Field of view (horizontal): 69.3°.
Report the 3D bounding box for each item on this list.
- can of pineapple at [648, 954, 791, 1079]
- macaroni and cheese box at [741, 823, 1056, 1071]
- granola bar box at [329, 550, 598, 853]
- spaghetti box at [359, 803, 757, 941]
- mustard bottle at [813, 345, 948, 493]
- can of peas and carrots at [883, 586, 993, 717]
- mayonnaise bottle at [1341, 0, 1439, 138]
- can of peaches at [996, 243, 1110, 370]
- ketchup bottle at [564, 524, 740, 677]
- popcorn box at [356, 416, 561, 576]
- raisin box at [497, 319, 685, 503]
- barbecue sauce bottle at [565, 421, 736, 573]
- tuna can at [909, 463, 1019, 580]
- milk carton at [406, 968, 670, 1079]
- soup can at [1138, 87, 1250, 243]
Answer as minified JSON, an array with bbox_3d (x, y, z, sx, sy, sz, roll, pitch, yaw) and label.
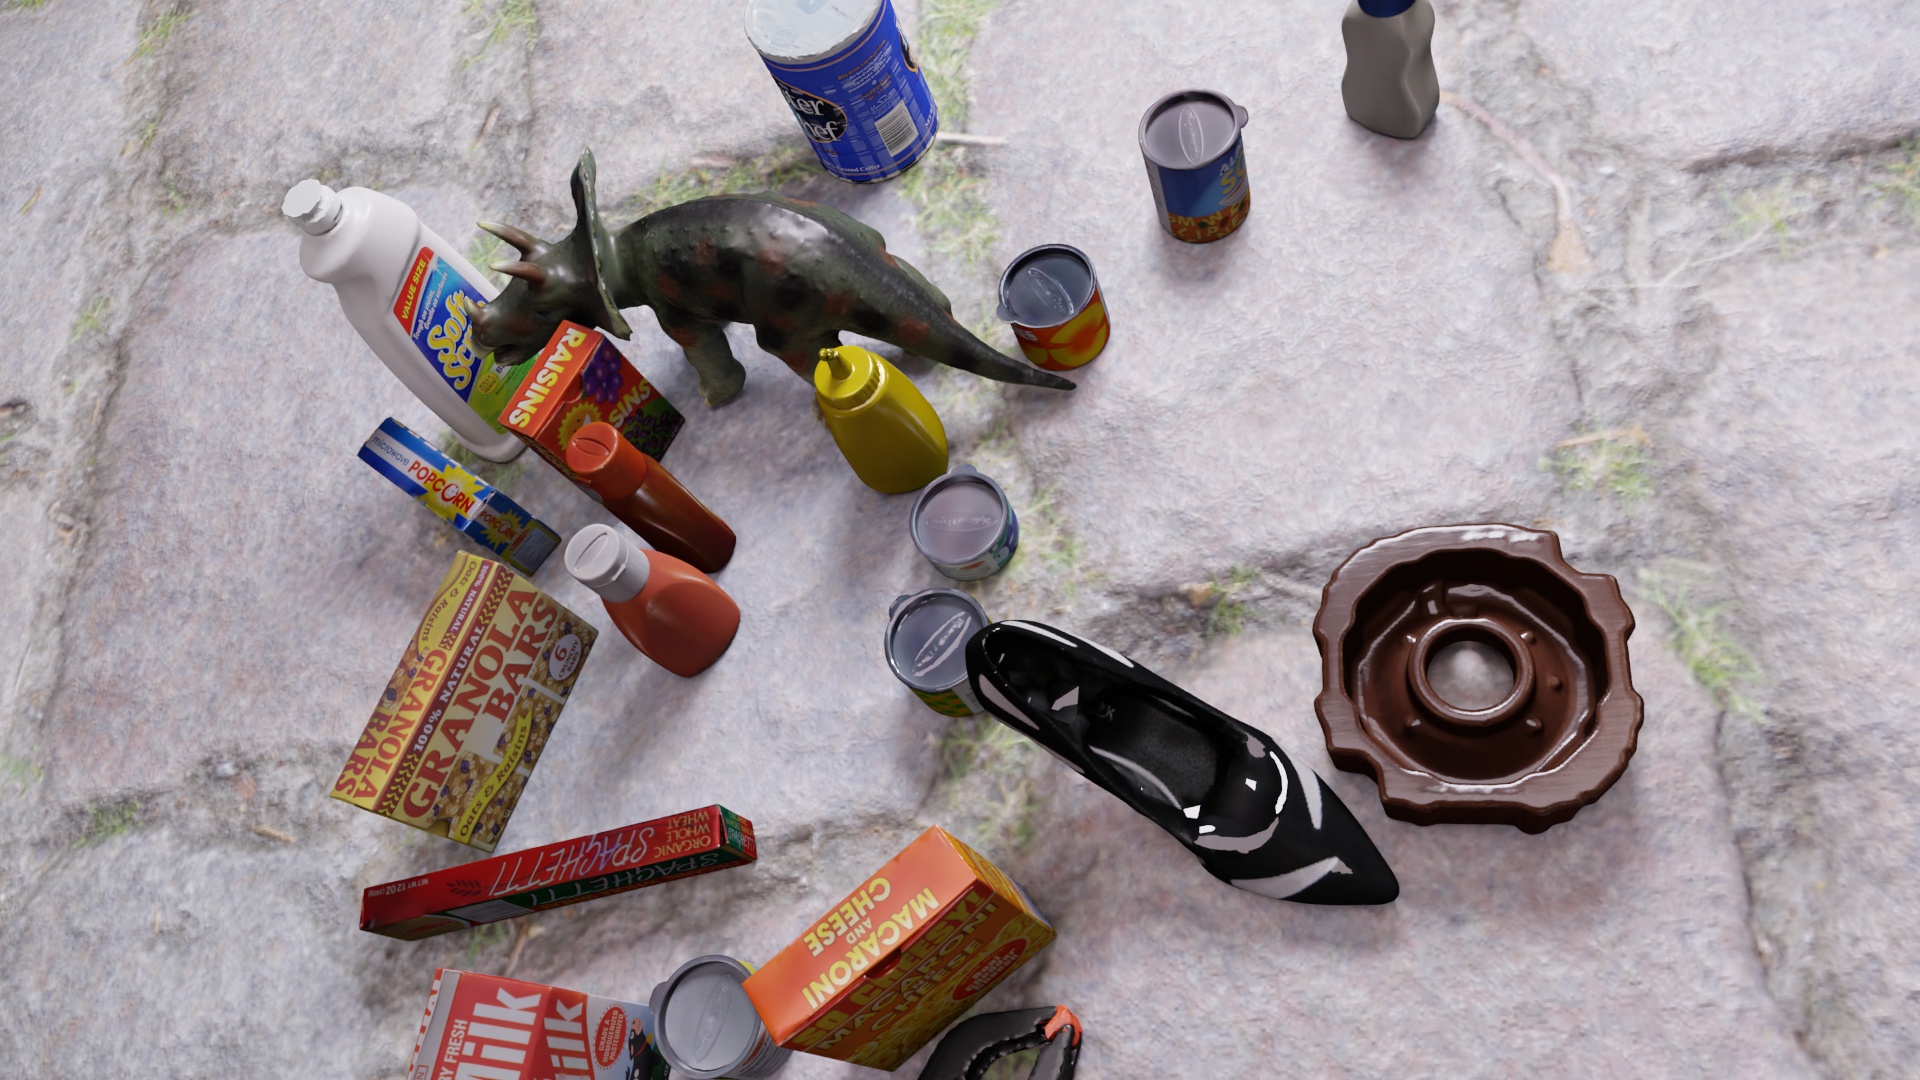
[{"bbox_3d":[-0.134,0.274,0.796,0.071,0.057,0.071,-7,64,15],"label":"can of pineapple"},{"bbox_3d":[-0.024,0.218,0.725,0.124,0.166,0.040,-39,61,-3],"label":"macaroni and cheese box"},{"bbox_3d":[-0.311,0.106,0.892,0.039,0.124,0.166,14,71,23],"label":"granola bar box"},{"bbox_3d":[-0.251,0.209,0.867,0.250,0.050,0.029,-15,63,10],"label":"spaghetti box"},{"bbox_3d":[-0.055,-0.083,0.879,0.065,0.159,0.049,-19,62,9],"label":"mustard bottle"},{"bbox_3d":[-0.008,0.068,0.852,0.071,0.058,0.071,-7,64,15],"label":"can of peas and carrots"},{"bbox_3d":[0.276,-0.324,0.894,0.065,0.147,0.041,33,80,27],"label":"mayonnaise bottle"},{"bbox_3d":[0.062,-0.155,0.933,0.071,0.058,0.071,-7,64,15],"label":"can of peaches"},{"bbox_3d":[-0.194,0.036,0.873,0.043,0.148,0.065,34,80,27],"label":"ketchup bottle"},{"bbox_3d":[-0.358,-0.032,0.993,0.127,0.085,0.038,30,78,27],"label":"popcorn box"},{"bbox_3d":[-0.252,-0.083,0.961,0.040,0.123,0.086,23,75,25],"label":"raisin box"},{"bbox_3d":[-0.204,-0.027,0.906,0.065,0.148,0.044,20,74,25],"label":"barbecue sauce bottle"},{"bbox_3d":[0.003,-0.011,0.900,0.071,0.032,0.071,-7,64,14],"label":"tuna can"},{"bbox_3d":[-0.231,0.277,0.749,0.073,0.190,0.072,2,67,19],"label":"milk carton"},{"bbox_3d":[0.161,-0.250,0.932,0.071,0.083,0.071,-7,65,15],"label":"soup can"}]
